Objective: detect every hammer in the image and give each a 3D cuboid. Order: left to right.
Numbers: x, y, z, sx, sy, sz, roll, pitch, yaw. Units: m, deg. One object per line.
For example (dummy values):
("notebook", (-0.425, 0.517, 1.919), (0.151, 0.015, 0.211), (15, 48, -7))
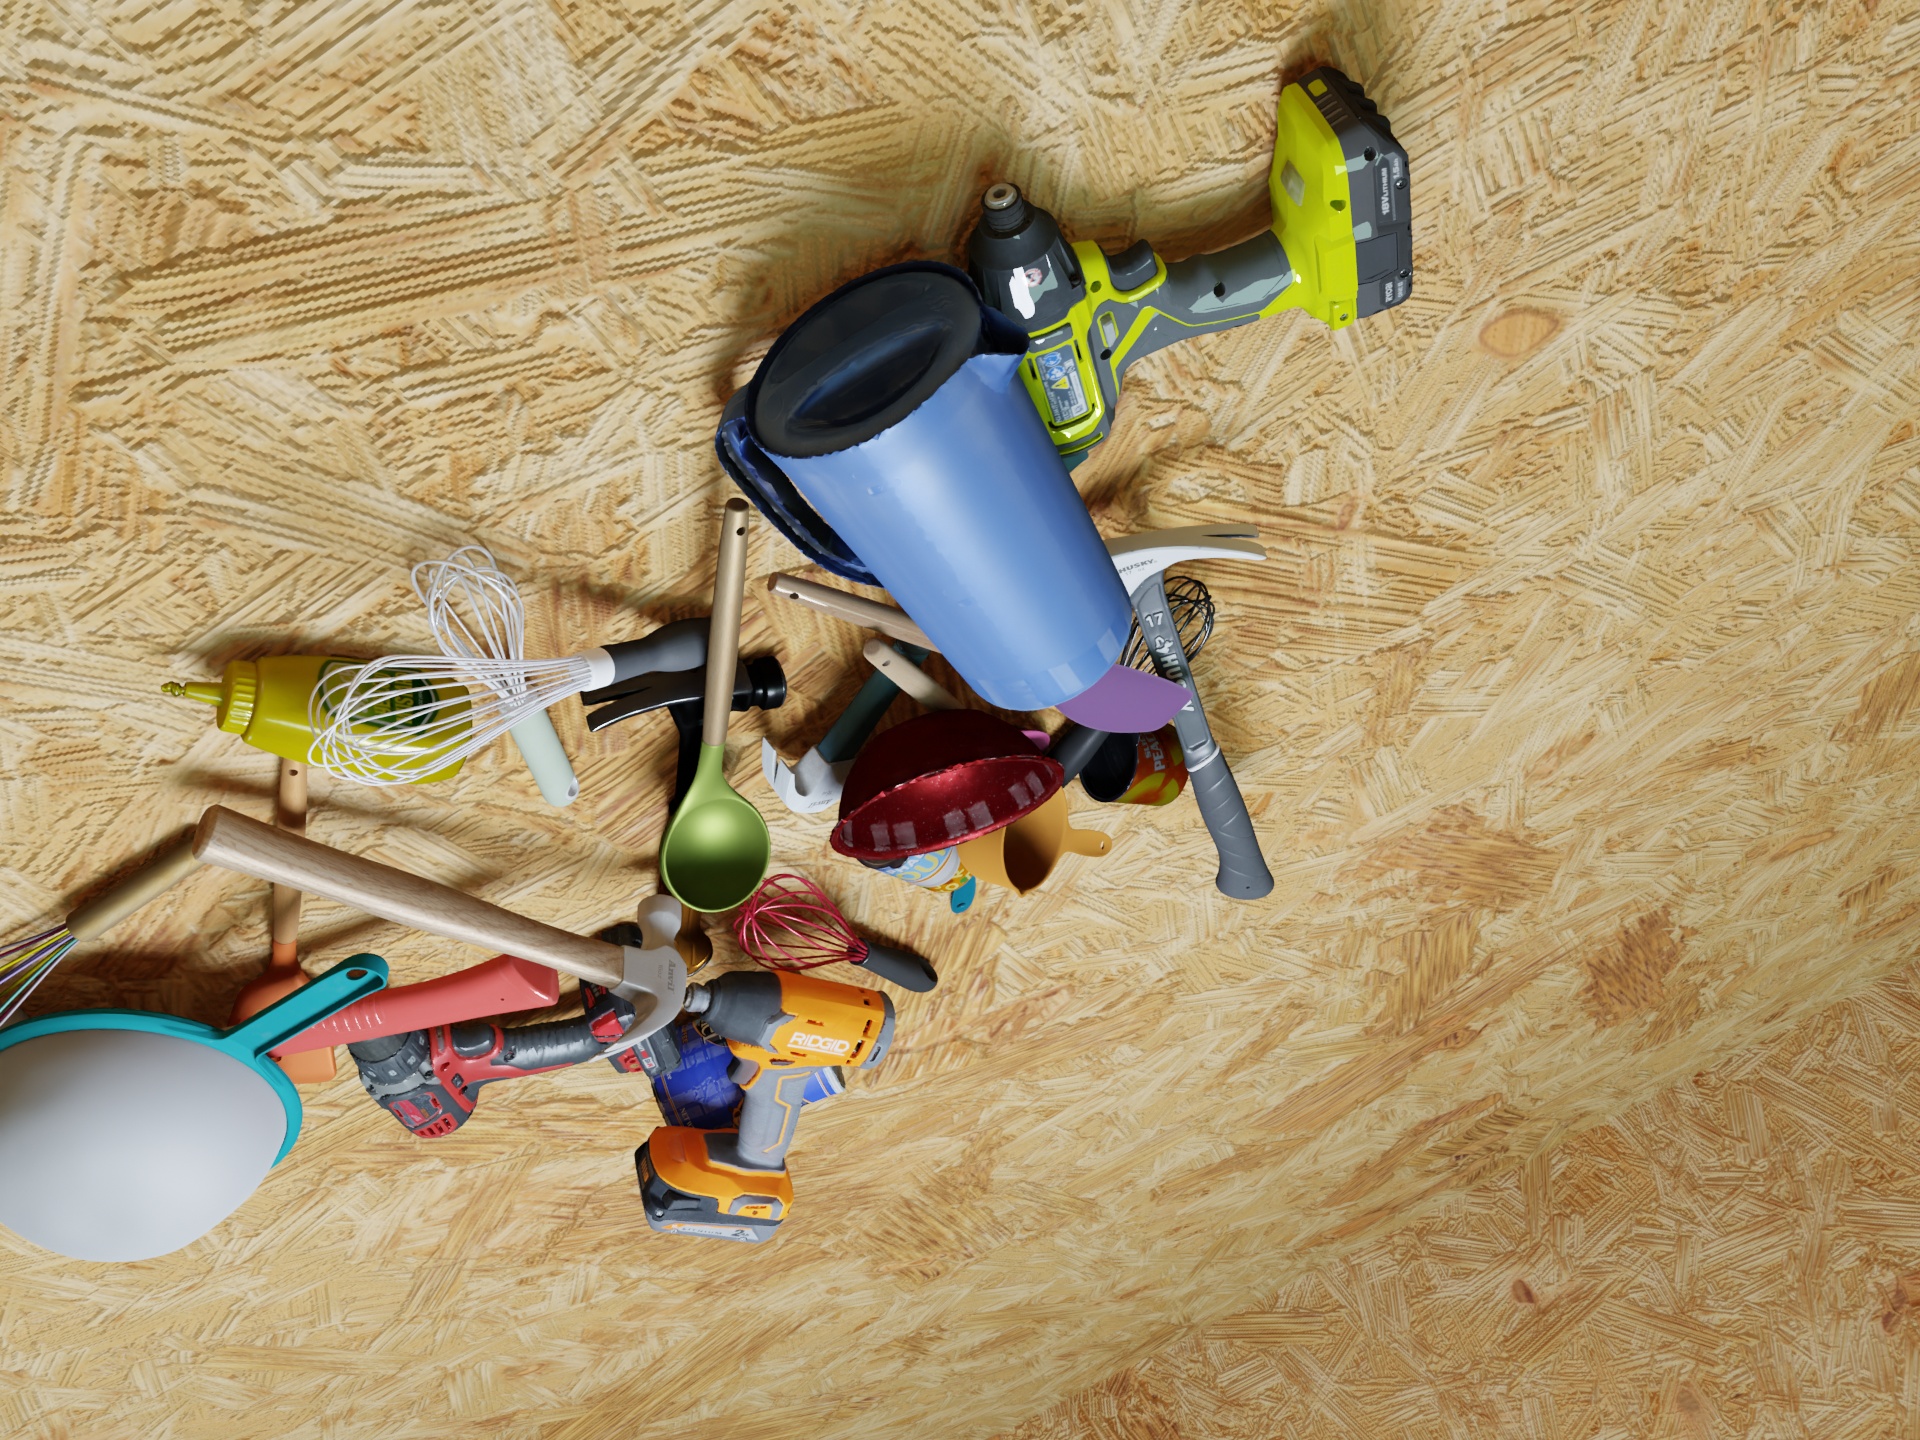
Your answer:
("hammer", (-0.446, 0.214, 1.063), (0.359, 0.037, 0.149), (-11, 133, -1))
("hammer", (-0.314, 0.126, 1.003), (0.331, 0.130, 0.031), (27, 129, -36))
("hammer", (-0.198, 0.083, 1.111), (0.127, 0.034, 0.336), (-10, 143, -21))
("hammer", (-0.022, -0.058, 1.016), (0.128, 0.033, 0.331), (-9, 143, -53))
("hammer", (0.172, 0.011, 1.127), (0.149, 0.036, 0.408), (-16, 138, 11))

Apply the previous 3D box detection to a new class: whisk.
("whisk", (-0.555, 0.139, 0.967), (0.245, 0.051, 0.047), (-32, 139, 6))
("whisk", (-0.265, -0.017, 0.939), (0.059, 0.058, 0.246), (11, 148, 10))
("whisk", (-0.226, -0.022, 0.870), (0.284, 0.070, 0.070), (-22, 155, -51))
("whisk", (-0.092, 0.184, 1.286), (0.073, 0.073, 0.295), (-34, 149, 13))
("whisk", (0.112, -0.018, 1.156), (0.055, 0.055, 0.239), (3, 141, -33))

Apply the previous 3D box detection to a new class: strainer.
("strainer", (-0.490, 0.254, 1.002), (0.340, 0.095, 0.210), (-30, 130, 19))

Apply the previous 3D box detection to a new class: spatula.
("spatula", (-0.437, 0.132, 1.028), (0.081, 0.041, 0.322), (7, 134, -19))
("spatula", (0.018, -0.040, 0.990), (0.315, 0.018, 0.059), (17, 132, -34))

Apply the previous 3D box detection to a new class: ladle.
("ladle", (-0.141, 0.001, 0.961), (0.078, 0.062, 0.320), (-20, 145, -30))

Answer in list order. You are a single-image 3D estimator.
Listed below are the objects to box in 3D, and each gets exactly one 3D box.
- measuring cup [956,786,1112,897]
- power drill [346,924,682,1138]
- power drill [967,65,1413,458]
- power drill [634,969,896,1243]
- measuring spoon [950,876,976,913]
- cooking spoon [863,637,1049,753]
("measuring cup", (0.057, 0.084, 1.206), (0.173, 0.052, 0.095), (15, 87, -57))
("power drill", (-0.338, 0.228, 1.186), (0.226, 0.080, 0.187), (-16, 144, -7))
("power drill", (0.117, -0.243, 0.838), (0.223, 0.080, 0.171), (-22, 145, 3))
("power drill", (-0.168, 0.287, 1.217), (0.164, 0.084, 0.226), (18, 112, -29))
("measuring spoon", (0.000, 0.126, 1.306), (0.042, 0.021, 0.128), (-16, 153, -13))
("cooking spoon", (-0.002, -0.003, 1.076), (0.069, 0.017, 0.318), (-32, 158, 8))
